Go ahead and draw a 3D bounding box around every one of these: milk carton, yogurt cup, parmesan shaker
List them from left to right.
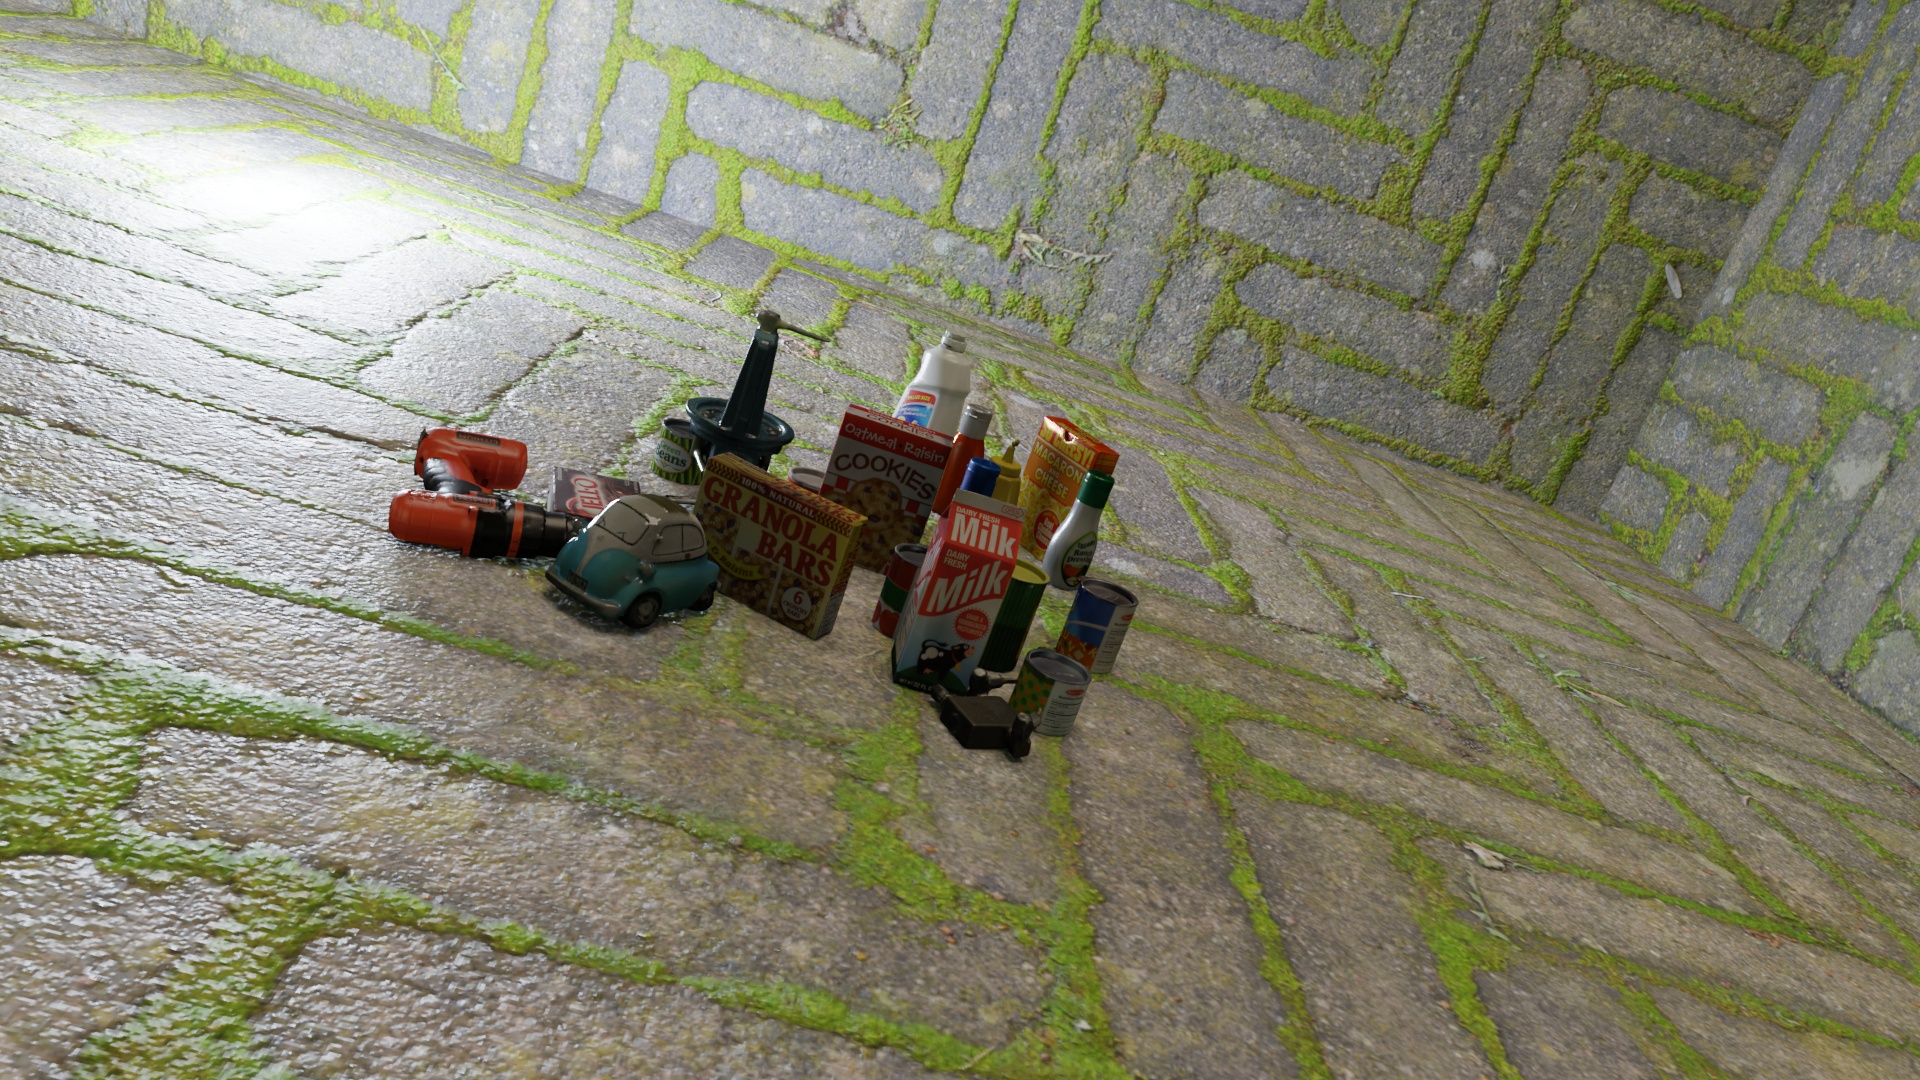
[{"bbox_3d":[-0.175,-0.049,1.618,0.072,0.053,0.072,18,18,-6],"label":"yogurt cup"},{"bbox_3d":[-0.002,0.046,1.298,0.072,0.189,0.074,17,18,-10],"label":"milk carton"},{"bbox_3d":[0.041,0.072,1.408,0.071,0.102,0.071,18,18,-6],"label":"parmesan shaker"}]

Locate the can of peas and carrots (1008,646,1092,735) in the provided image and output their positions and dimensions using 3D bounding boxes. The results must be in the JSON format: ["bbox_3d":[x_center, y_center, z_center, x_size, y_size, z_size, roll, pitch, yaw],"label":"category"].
[{"bbox_3d":[0.083,0.143,1.318,0.071,0.058,0.071,18,18,-6],"label":"can of peas and carrots"}]

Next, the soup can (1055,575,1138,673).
[{"bbox_3d":[0.144,0.090,1.494,0.071,0.083,0.071,18,18,-6],"label":"soup can"}]

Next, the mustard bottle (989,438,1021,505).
[{"bbox_3d":[0.038,-0.050,1.669,0.065,0.159,0.049,26,18,19],"label":"mustard bottle"}]

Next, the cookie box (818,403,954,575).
[{"bbox_3d":[-0.091,-0.053,1.532,0.123,0.166,0.040,18,17,-4],"label":"cookie box"}]

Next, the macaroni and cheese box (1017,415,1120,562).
[{"bbox_3d":[0.126,-0.060,1.780,0.040,0.165,0.124,6,22,-37],"label":"macaroni and cheese box"}]

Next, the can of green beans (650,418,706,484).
[{"bbox_3d":[-0.322,-0.103,1.619,0.071,0.057,0.071,18,18,-6],"label":"can of green beans"}]

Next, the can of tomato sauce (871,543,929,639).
[{"bbox_3d":[-0.048,0.053,1.405,0.071,0.082,0.071,18,18,-6],"label":"can of tomato sauce"}]

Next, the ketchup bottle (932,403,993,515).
[{"bbox_3d":[0.002,-0.104,1.806,0.065,0.148,0.044,24,18,15],"label":"ketchup bottle"}]

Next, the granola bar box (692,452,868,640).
[{"bbox_3d":[-0.182,0.004,1.341,0.166,0.123,0.039,25,18,17],"label":"granola bar box"}]

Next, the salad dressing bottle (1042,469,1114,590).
[{"bbox_3d":[0.146,-0.014,1.694,0.064,0.147,0.044,3,24,-42],"label":"salad dressing bottle"}]

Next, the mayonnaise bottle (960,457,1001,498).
[{"bbox_3d":[0.006,-0.020,1.567,0.041,0.147,0.065,20,17,0],"label":"mayonnaise bottle"}]
